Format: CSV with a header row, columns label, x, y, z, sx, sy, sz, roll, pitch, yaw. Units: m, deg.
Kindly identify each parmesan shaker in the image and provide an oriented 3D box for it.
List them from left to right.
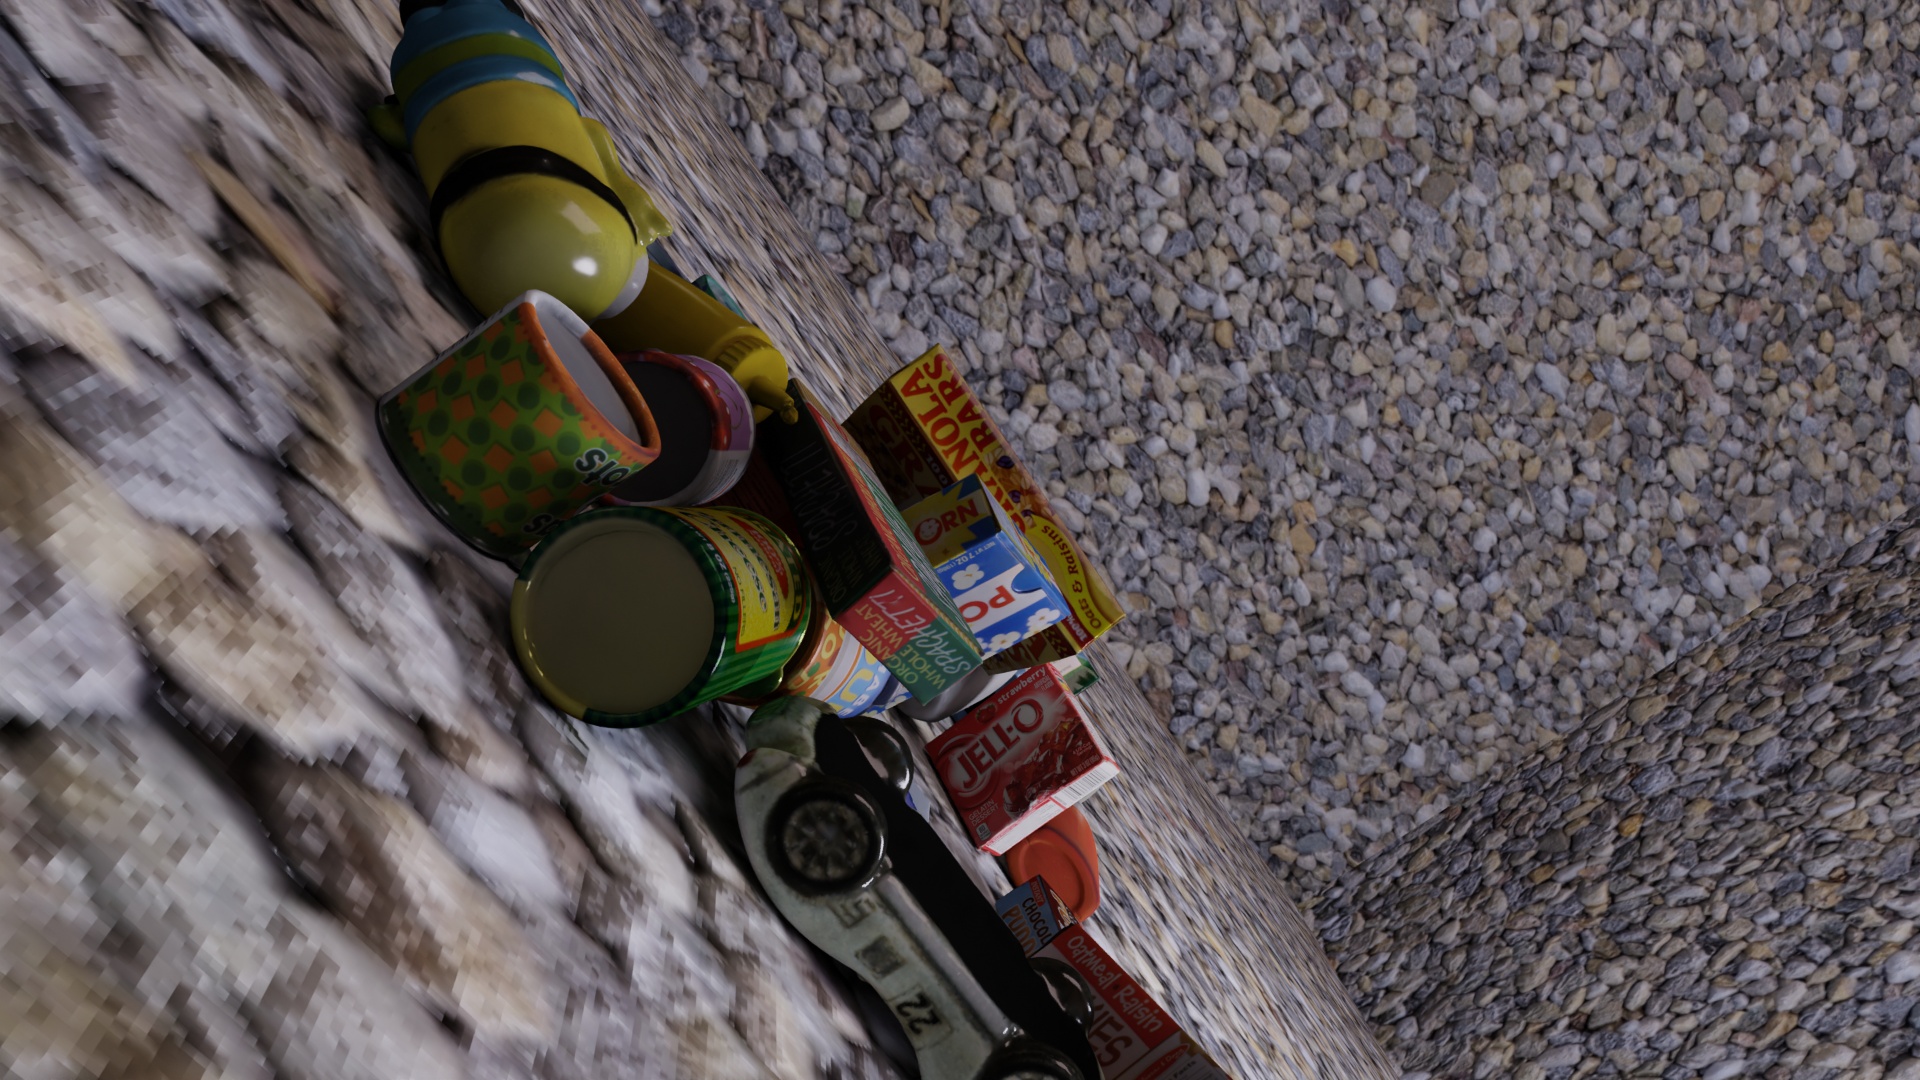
label,x,y,z,sx,sy,sz,roll,pitch,yaw
parmesan shaker,-0.090,0.024,0.447,0.071,0.071,0.103,56,6,3

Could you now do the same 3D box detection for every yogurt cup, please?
label,x,y,z,sx,sy,sz,roll,pitch,yaw
yogurt cup,-0.098,-0.011,0.642,0.072,0.054,0.072,54,6,-7

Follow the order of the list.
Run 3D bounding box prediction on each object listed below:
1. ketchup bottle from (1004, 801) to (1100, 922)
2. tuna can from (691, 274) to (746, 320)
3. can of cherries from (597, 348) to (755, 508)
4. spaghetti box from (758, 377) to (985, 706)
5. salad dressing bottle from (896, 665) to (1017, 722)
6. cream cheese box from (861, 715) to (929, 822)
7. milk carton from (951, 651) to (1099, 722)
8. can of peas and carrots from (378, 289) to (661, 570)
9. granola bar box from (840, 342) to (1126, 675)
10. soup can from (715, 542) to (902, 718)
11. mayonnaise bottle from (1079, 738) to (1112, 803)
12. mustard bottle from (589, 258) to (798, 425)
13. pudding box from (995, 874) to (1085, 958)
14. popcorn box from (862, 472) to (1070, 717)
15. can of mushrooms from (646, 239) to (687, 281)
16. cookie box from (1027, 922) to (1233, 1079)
label,x,y,z,sx,sy,sz,roll,pitch,yaw
ketchup bottle,0.059,0.188,0.855,0.065,0.043,0.149,56,5,2
tuna can,-0.169,-0.149,0.955,0.071,0.033,0.071,55,6,-8
can of cherries,-0.125,-0.047,0.571,0.071,0.071,0.058,55,7,-2
spaghetti box,-0.045,-0.011,0.561,0.050,0.028,0.251,47,4,-25
salad dressing bottle,0.016,0.067,0.847,0.044,0.064,0.148,38,31,24
cream cheese box,-0.038,0.113,0.579,0.053,0.024,0.104,55,6,-7
milk carton,0.002,0.042,0.949,0.074,0.072,0.191,-23,77,-49
can of peas and carrots,-0.136,-0.035,0.441,0.071,0.058,0.071,54,6,-8
granola bar box,0.003,-0.009,0.734,0.165,0.039,0.124,55,-22,-2
soup can,-0.066,0.038,0.552,0.071,0.071,0.083,57,6,19
mayonnaise bottle,0.078,0.163,1.084,0.041,0.065,0.148,51,2,-9
mustard bottle,-0.125,-0.089,0.642,0.160,0.049,0.065,32,-12,31
pudding box,0.049,0.213,0.692,0.049,0.030,0.084,54,6,-25
popcorn box,-0.025,0.031,0.636,0.085,0.126,0.038,50,16,-50
can of mushrooms,-0.190,-0.158,0.832,0.071,0.033,0.071,54,6,-8
cookie box,0.092,0.242,0.561,0.122,0.040,0.167,61,-12,-16
